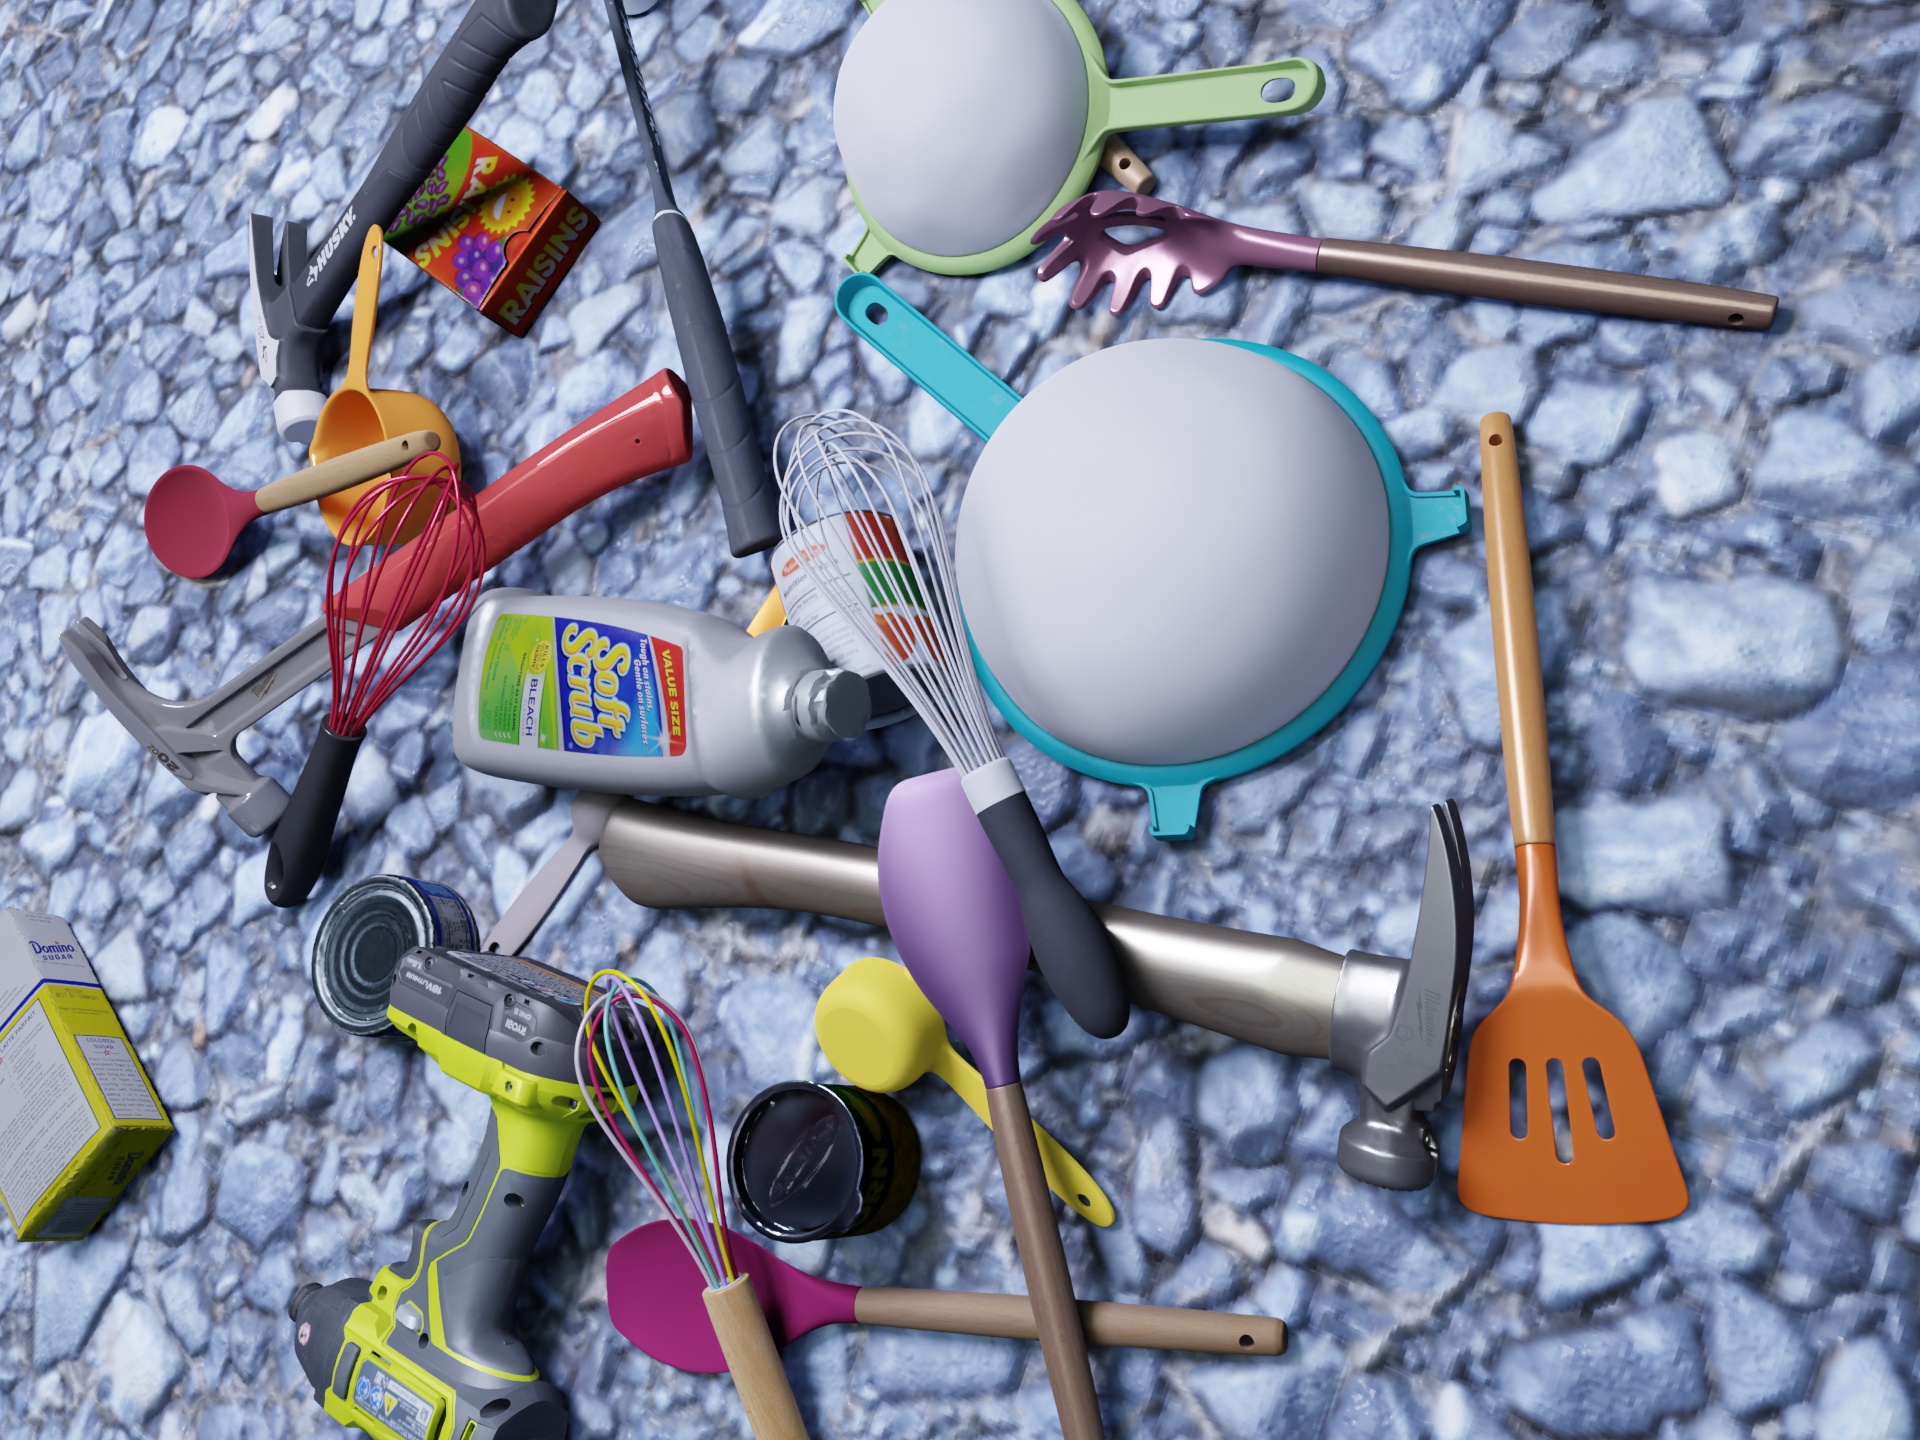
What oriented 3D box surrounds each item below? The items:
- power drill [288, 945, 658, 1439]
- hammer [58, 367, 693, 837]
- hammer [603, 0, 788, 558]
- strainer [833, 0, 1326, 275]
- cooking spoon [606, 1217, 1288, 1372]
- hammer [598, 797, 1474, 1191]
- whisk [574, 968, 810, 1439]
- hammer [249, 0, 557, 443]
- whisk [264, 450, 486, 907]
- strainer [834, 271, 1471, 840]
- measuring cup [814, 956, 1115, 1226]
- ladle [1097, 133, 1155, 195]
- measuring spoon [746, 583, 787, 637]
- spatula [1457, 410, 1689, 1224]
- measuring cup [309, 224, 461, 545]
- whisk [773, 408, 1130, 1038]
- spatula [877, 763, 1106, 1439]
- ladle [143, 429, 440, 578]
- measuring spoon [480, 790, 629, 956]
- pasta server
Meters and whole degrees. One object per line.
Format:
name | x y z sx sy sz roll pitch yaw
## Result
power drill | -0.240 0.228 0.756 0.171 0.080 0.223 13 86 34
hammer | -0.296 -0.082 0.845 0.359 0.149 0.037 -32 21 11
hammer | -0.154 -0.273 0.830 0.036 0.149 0.409 -18 76 7
strainer | 0.037 -0.291 0.742 0.256 0.069 0.151 7 97 30
cooking spoon | -0.019 0.252 0.680 0.319 0.017 0.069 -5 86 24
hammer | 0.009 0.075 0.689 0.411 0.038 0.146 10 96 29
whisk | -0.111 0.222 0.687 0.047 0.051 0.245 -21 88 11
hammer | -0.317 -0.302 0.883 0.334 0.035 0.146 -33 67 40
whisk | -0.313 -0.011 0.823 0.073 0.073 0.295 46 121 27
strainer | 0.038 -0.122 0.708 0.211 0.095 0.341 -49 64 6
measuring cup | -0.001 0.164 0.672 0.157 0.029 0.062 40 129 17
ladle | -0.006 -0.374 0.817 0.078 0.062 0.320 -44 66 14
measuring spoon | -0.096 -0.043 0.800 0.021 0.011 0.117 30 94 29
spatula | 0.224 0.028 0.625 0.081 0.041 0.323 -7 70 24
measuring cup | -0.312 -0.182 0.883 0.095 0.052 0.173 20 106 39
whisk | 0.000 -0.002 0.646 0.070 0.070 0.285 -29 82 16
spatula | 0.021 0.174 0.646 0.060 0.018 0.316 -16 80 10
ladle | -0.380 -0.130 0.896 0.315 0.031 0.069 -5 98 42
measuring spoon | -0.214 0.081 0.815 0.034 0.018 0.124 40 96 27
pasta server | 0.181 -0.194 0.693 0.316 0.060 0.040 15 61 24
